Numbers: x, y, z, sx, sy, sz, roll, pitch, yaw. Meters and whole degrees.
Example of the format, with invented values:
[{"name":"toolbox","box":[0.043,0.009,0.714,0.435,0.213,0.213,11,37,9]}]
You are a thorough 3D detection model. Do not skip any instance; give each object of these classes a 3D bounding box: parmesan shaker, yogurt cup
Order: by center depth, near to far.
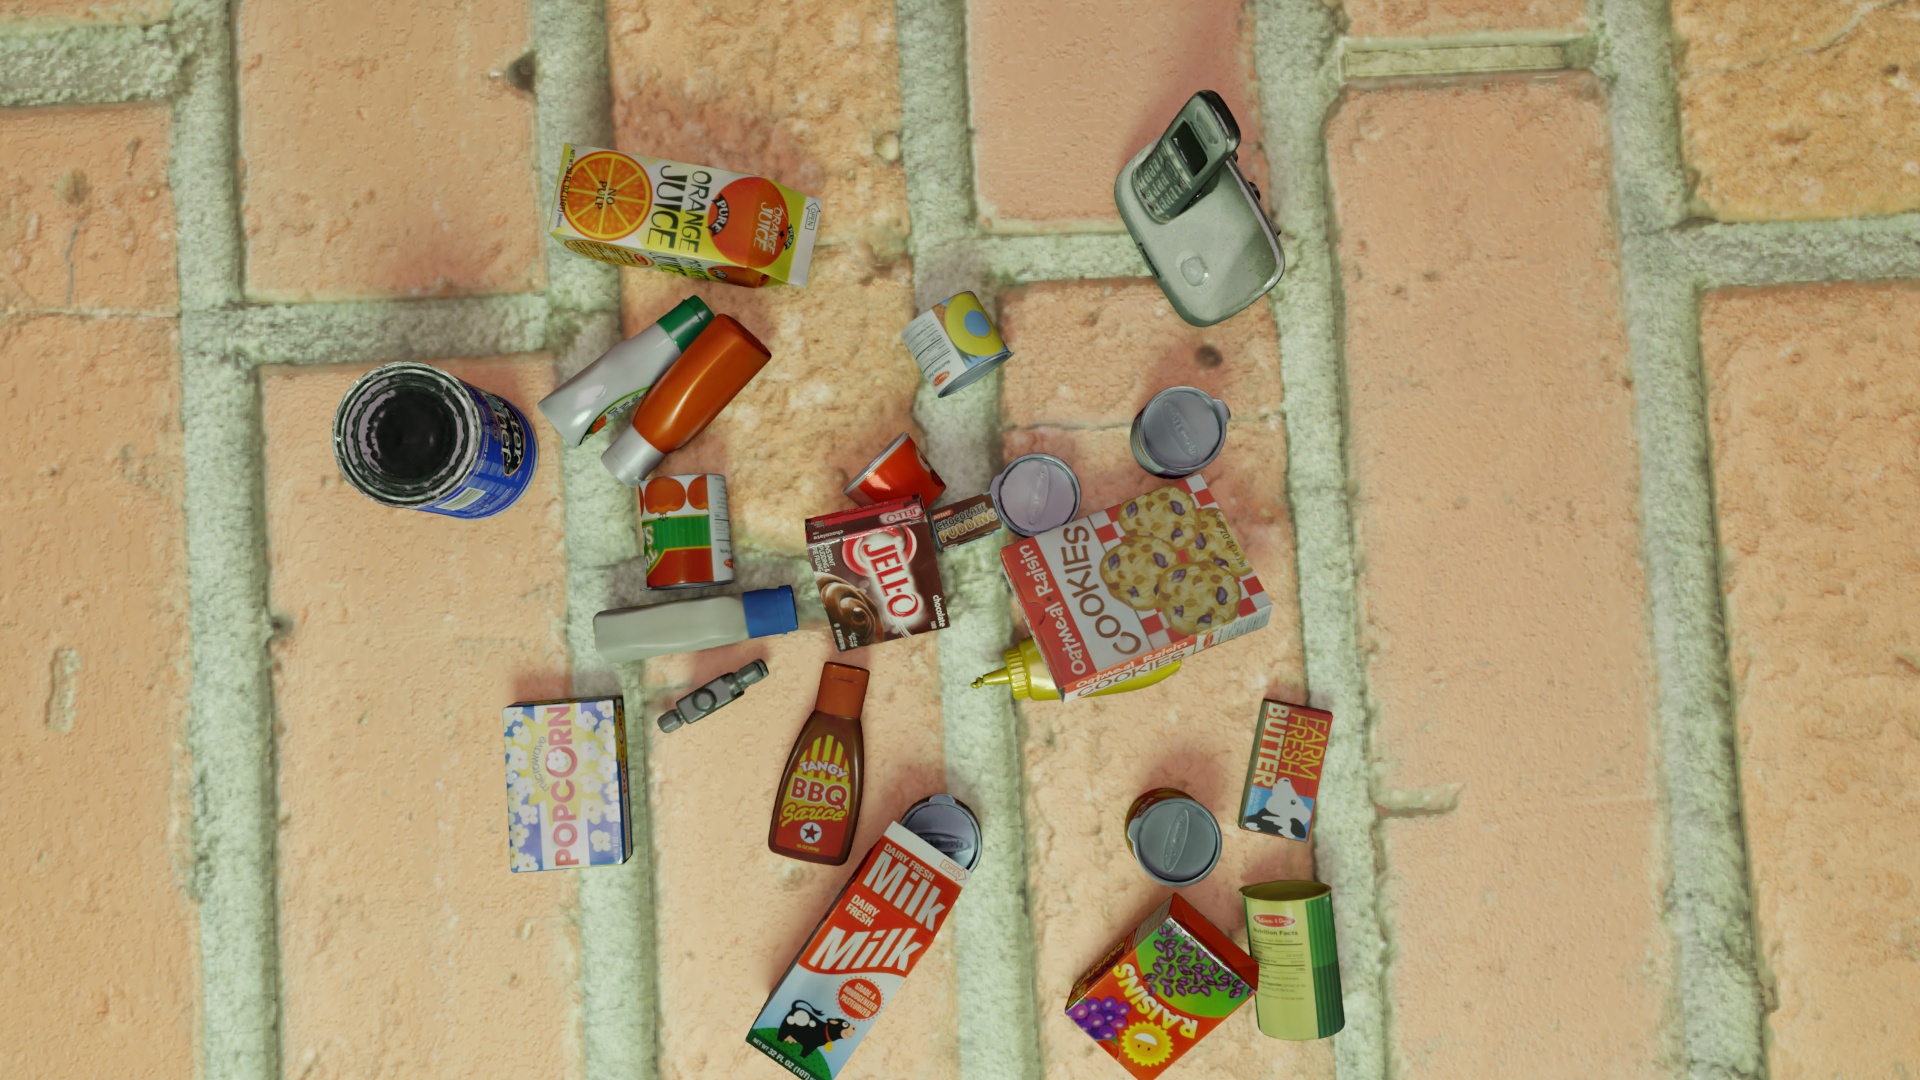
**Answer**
[{"name":"parmesan shaker","box":[0.249,0.315,1.048,0.071,0.071,0.103,-5,88,-1]},{"name":"yogurt cup","box":[-0.048,-0.042,1.062,0.072,0.072,0.054,-44,97,-3]}]

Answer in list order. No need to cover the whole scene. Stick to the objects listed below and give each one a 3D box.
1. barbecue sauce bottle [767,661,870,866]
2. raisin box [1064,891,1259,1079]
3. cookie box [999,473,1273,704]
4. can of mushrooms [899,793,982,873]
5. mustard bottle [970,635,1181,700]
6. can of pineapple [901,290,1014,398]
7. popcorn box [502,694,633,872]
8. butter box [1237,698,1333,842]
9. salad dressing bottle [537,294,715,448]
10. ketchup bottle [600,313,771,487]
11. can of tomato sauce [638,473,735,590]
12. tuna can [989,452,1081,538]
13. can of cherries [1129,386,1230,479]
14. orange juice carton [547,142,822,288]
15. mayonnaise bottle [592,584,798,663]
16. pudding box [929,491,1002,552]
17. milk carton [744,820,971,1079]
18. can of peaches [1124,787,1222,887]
[{"name":"barbecue sauce bottle","box":[-0.102,0.168,1.059,0.065,0.043,0.148,12,86,0]},{"name":"raisin box","box":[0.149,0.335,1.034,0.086,0.040,0.123,41,112,0]},{"name":"cookie box","box":[0.128,0.034,1.035,0.168,0.040,0.123,-20,62,-6]},{"name":"can of mushrooms","box":[-0.016,0.227,1.062,0.071,0.033,0.071,0,87,0]},{"name":"mustard bottle","box":[0.085,0.091,1.064,0.160,0.048,0.065,-12,79,-1]},{"name":"can of pineapple","box":[-0.003,-0.151,1.069,0.071,0.071,0.058,-31,88,-2]},{"name":"popcorn box","box":[-0.298,0.184,1.056,0.085,0.038,0.126,-4,87,-1]},{"name":"butter box","box":[0.251,0.177,1.075,0.053,0.024,0.103,12,87,0]},{"name":"salad dressing bottle","box":[-0.252,-0.131,1.066,0.148,0.064,0.044,-39,96,-10]},{"name":"ketchup bottle","box":[-0.213,-0.105,1.064,0.148,0.064,0.043,-46,72,5]},{"name":"can of tomato sauce","box":[-0.210,-0.006,1.055,0.071,0.071,0.083,-5,86,-1]},{"name":"tuna can","box":[0.057,-0.034,1.078,0.071,0.033,0.071,0,87,-1]},{"name":"can of cherries","box":[0.169,-0.083,1.071,0.071,0.058,0.071,0,86,-1]},{"name":"orange juice carton","box":[-0.206,-0.244,1.065,0.193,0.073,0.072,10,87,-1]},{"name":"mayonnaise bottle","box":[-0.199,0.062,1.055,0.148,0.064,0.041,-9,84,-6]},{"name":"pudding box","box":[0.004,-0.013,1.051,0.050,0.083,0.030,-18,87,-1]},{"name":"milk carton","box":[-0.072,0.298,1.017,0.072,0.073,0.190,34,100,1]},{"name":"can of peaches","box":[0.158,0.223,1.054,0.071,0.058,0.071,0,88,-1]}]
